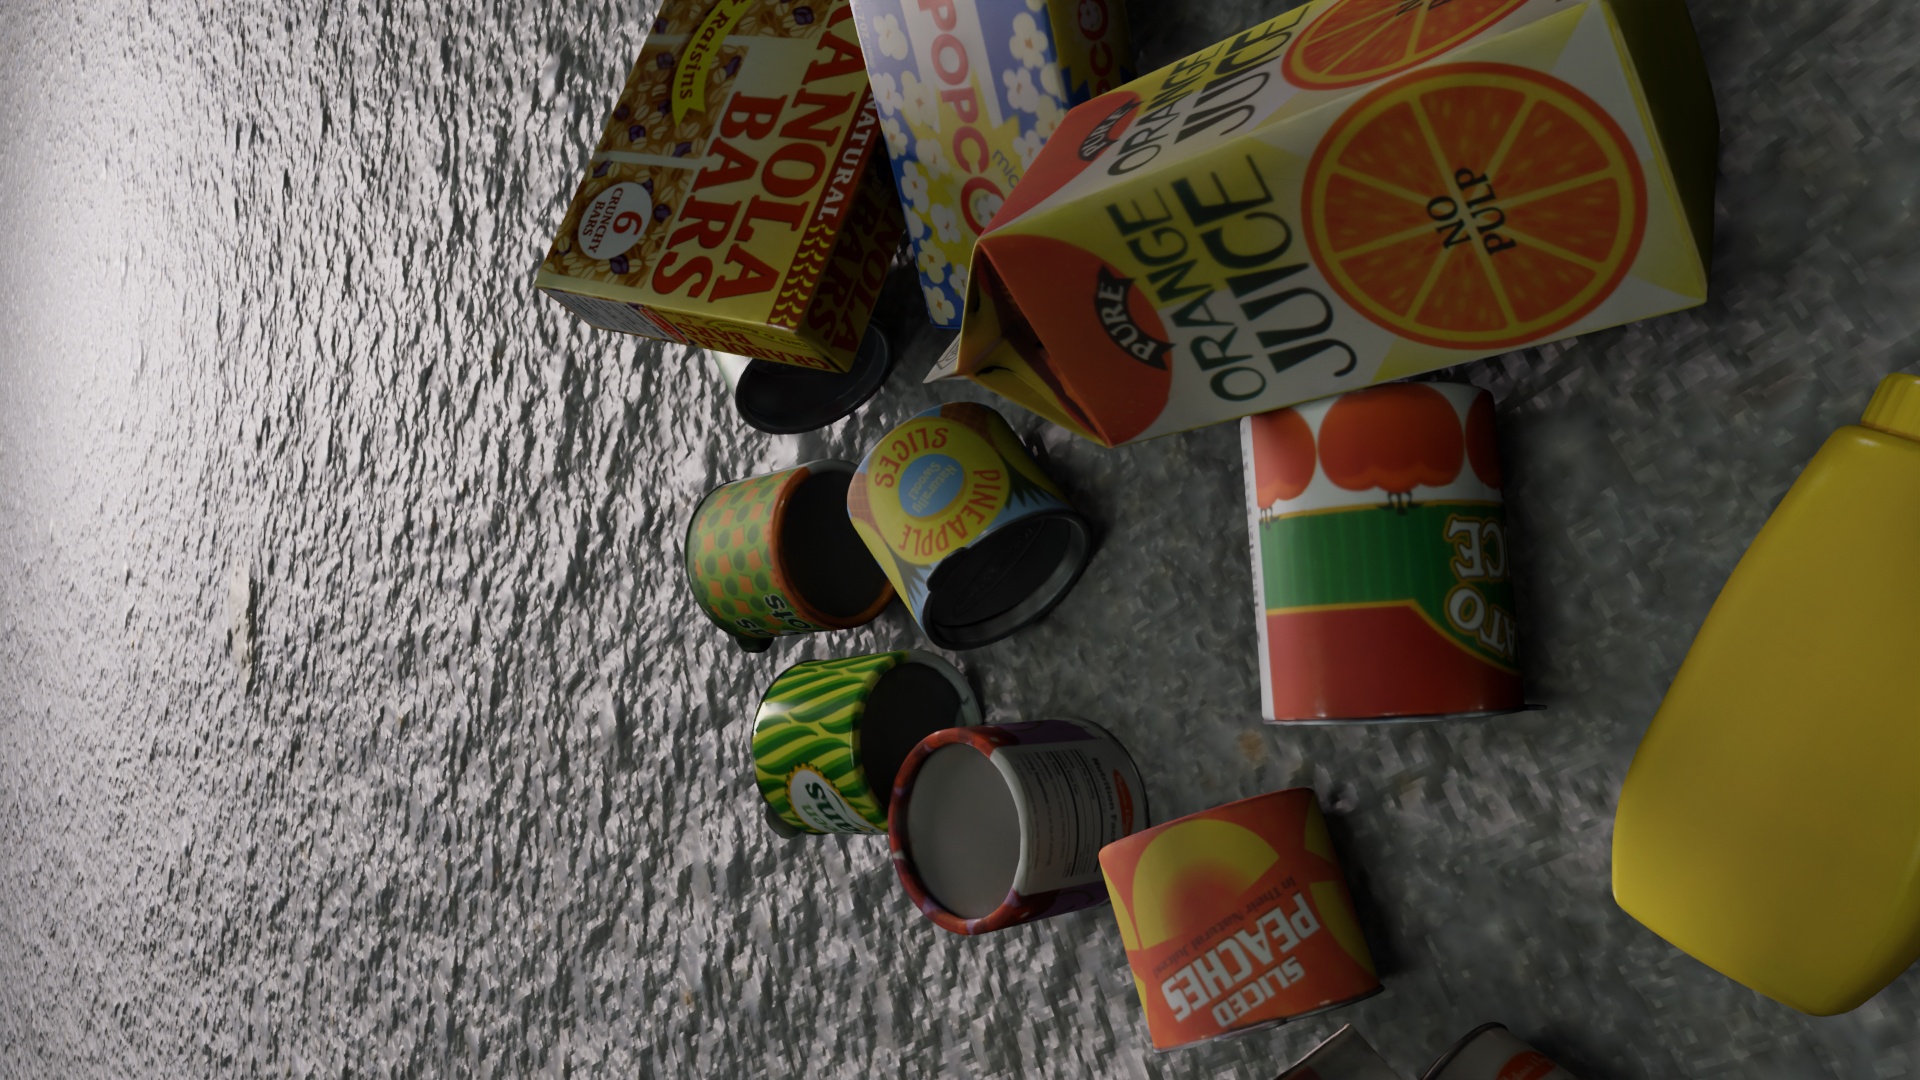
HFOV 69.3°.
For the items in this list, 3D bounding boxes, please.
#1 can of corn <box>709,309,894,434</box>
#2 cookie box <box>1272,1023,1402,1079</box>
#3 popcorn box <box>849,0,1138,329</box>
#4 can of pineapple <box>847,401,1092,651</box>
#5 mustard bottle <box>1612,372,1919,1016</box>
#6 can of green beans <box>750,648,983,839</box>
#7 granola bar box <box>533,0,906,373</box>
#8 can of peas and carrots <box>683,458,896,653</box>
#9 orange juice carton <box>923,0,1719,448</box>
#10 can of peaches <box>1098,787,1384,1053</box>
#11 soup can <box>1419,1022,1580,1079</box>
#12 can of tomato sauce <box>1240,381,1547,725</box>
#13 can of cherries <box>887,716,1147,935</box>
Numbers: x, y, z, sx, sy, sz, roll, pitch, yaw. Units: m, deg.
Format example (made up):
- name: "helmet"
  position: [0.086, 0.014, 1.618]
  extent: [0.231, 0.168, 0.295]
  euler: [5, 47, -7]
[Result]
- name: "can of corn"
  position: [-0.067, -0.087, 0.548]
  extent: [0.071, 0.071, 0.058]
  euler: [-50, 56, 32]
- name: "cookie box"
  position: [0.092, 0.209, 0.321]
  extent: [0.123, 0.040, 0.166]
  euler: [45, 138, 29]
- name: "popcorn box"
  position: [0.016, -0.131, 0.450]
  extent: [0.085, 0.038, 0.126]
  euler: [12, 125, 46]
- name: "can of pineapple"
  position: [0.002, -0.006, 0.474]
  extent: [0.058, 0.071, 0.070]
  euler: [54, 124, 32]
- name: "mustard bottle"
  position: [0.195, 0.018, 0.292]
  extent: [0.065, 0.049, 0.159]
  euler: [31, 109, 42]
- name: "can of green beans"
  position: [-0.033, 0.075, 0.508]
  extent: [0.057, 0.071, 0.071]
  euler: [-11, 81, 44]
- name: "granola bar box"
  position: [-0.070, -0.150, 0.514]
  extent: [0.124, 0.039, 0.166]
  euler: [14, 76, 28]
- name: "can of peas and carrots"
  position: [-0.064, 0.007, 0.542]
  extent: [0.058, 0.071, 0.071]
  euler: [-10, 81, 44]
- name: "orange juice carton"
  position: [0.076, -0.082, 0.349]
  extent: [0.192, 0.073, 0.072]
  euler: [-12, 35, 39]
- name: "can of peaches"
  position: [0.077, 0.106, 0.392]
  extent: [0.071, 0.071, 0.058]
  euler: [-32, 66, 40]
- name: "soup can"
  position: [0.145, 0.168, 0.324]
  extent: [0.084, 0.071, 0.071]
  euler: [31, 110, 41]
- name: "can of tomato sauce"
  position: [0.112, 0.005, 0.365]
  extent: [0.071, 0.071, 0.083]
  euler: [-10, 81, 45]
- name: "can of cherries"
  position: [0.017, 0.094, 0.462]
  extent: [0.071, 0.058, 0.071]
  euler: [-2, 87, 45]
